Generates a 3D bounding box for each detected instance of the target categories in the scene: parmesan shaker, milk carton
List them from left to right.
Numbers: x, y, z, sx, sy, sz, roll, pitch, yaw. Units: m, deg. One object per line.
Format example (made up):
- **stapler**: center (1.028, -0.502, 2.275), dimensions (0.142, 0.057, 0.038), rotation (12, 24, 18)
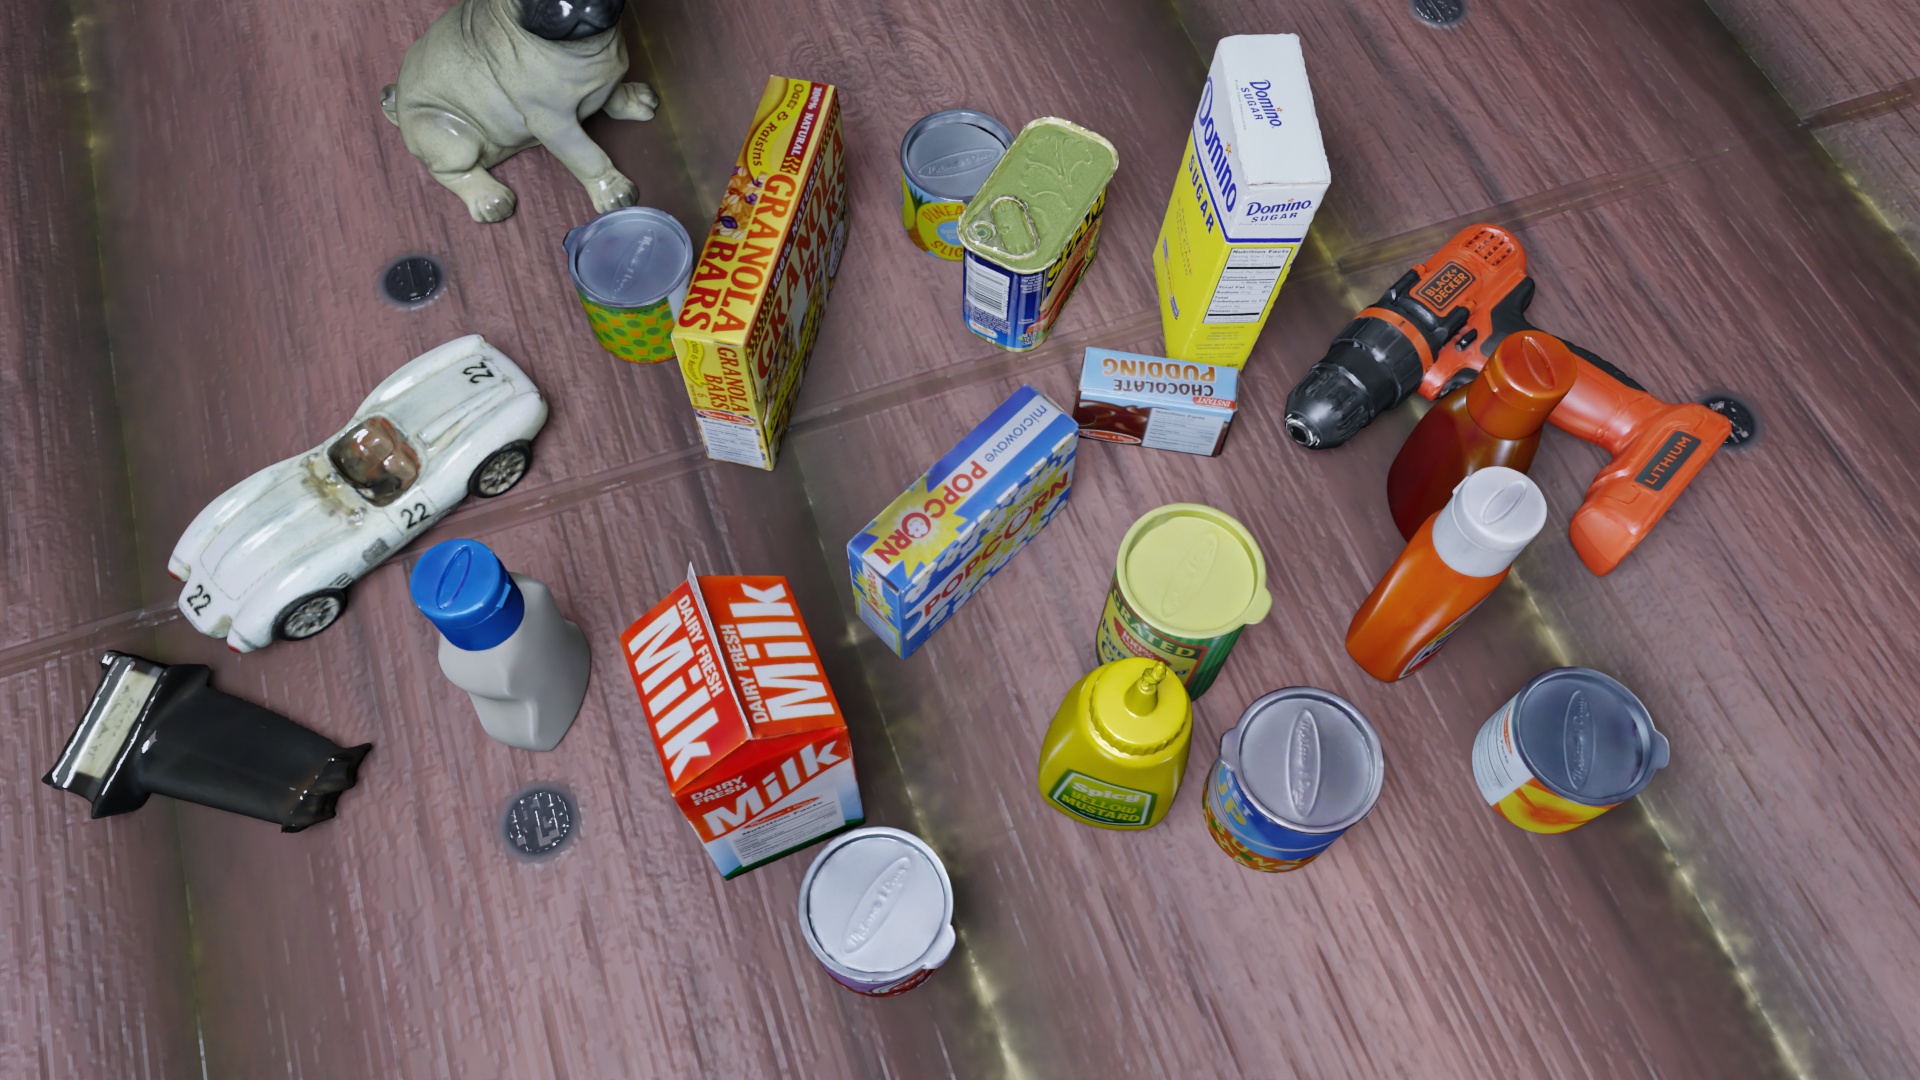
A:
- **milk carton**: center (-0.090, 0.078, 0.587), dimensions (0.073, 0.189, 0.072), rotation (-21, 67, -11)
- **parmesan shaker**: center (0.104, 0.036, 0.660), dimensions (0.071, 0.102, 0.071), rotation (0, 64, -1)

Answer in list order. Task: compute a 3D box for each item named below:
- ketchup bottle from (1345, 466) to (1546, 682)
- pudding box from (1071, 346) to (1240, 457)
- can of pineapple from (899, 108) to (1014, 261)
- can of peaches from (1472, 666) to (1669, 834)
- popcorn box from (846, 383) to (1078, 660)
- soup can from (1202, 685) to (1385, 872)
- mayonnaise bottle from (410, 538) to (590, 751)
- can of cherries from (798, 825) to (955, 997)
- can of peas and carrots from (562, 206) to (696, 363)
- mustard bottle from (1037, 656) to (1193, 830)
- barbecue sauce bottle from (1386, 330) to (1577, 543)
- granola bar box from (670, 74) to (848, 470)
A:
- **ketchup bottle**: center (0.225, 0.015, 0.647), dimensions (0.065, 0.148, 0.043), rotation (-41, 72, -18)
- **pudding box**: center (0.103, -0.073, 0.742), dimensions (0.084, 0.049, 0.030), rotation (8, 65, 3)
- **can of pineapple**: center (-0.001, -0.202, 0.798), dimensions (0.071, 0.057, 0.071), rotation (0, 64, -1)
- **can of peaches**: center (0.286, 0.101, 0.657), dimensions (0.071, 0.057, 0.071), rotation (0, 64, -1)
- **popcorn box**: center (0.002, -0.009, 0.689), dimensions (0.038, 0.085, 0.127), rotation (41, 70, 17)
- **soup can**: center (0.147, 0.111, 0.635), dimensions (0.071, 0.083, 0.071), rotation (0, 64, -1)
- **mayonnaise bottle**: center (-0.205, 0.045, 0.624), dimensions (0.041, 0.147, 0.065), rotation (12, 65, 5)
- **can of cherries**: center (-0.035, 0.168, 0.617), dimensions (0.071, 0.058, 0.072), rotation (0, 64, -1)
- **can of peas and carrots**: center (-0.178, -0.140, 0.764), dimensions (0.071, 0.058, 0.071), rotation (0, 64, -1)
- **mustard bottle**: center (0.070, 0.085, 0.603), dimensions (0.065, 0.159, 0.049), rotation (14, 65, 6)
- **barbecue sauce bottle**: center (0.252, -0.047, 0.678), dimensions (0.044, 0.148, 0.065), rotation (-11, 65, -6)
- **granola bar box**: center (-0.099, -0.138, 0.728), dimensions (0.039, 0.123, 0.166), rotation (12, 65, 5)
